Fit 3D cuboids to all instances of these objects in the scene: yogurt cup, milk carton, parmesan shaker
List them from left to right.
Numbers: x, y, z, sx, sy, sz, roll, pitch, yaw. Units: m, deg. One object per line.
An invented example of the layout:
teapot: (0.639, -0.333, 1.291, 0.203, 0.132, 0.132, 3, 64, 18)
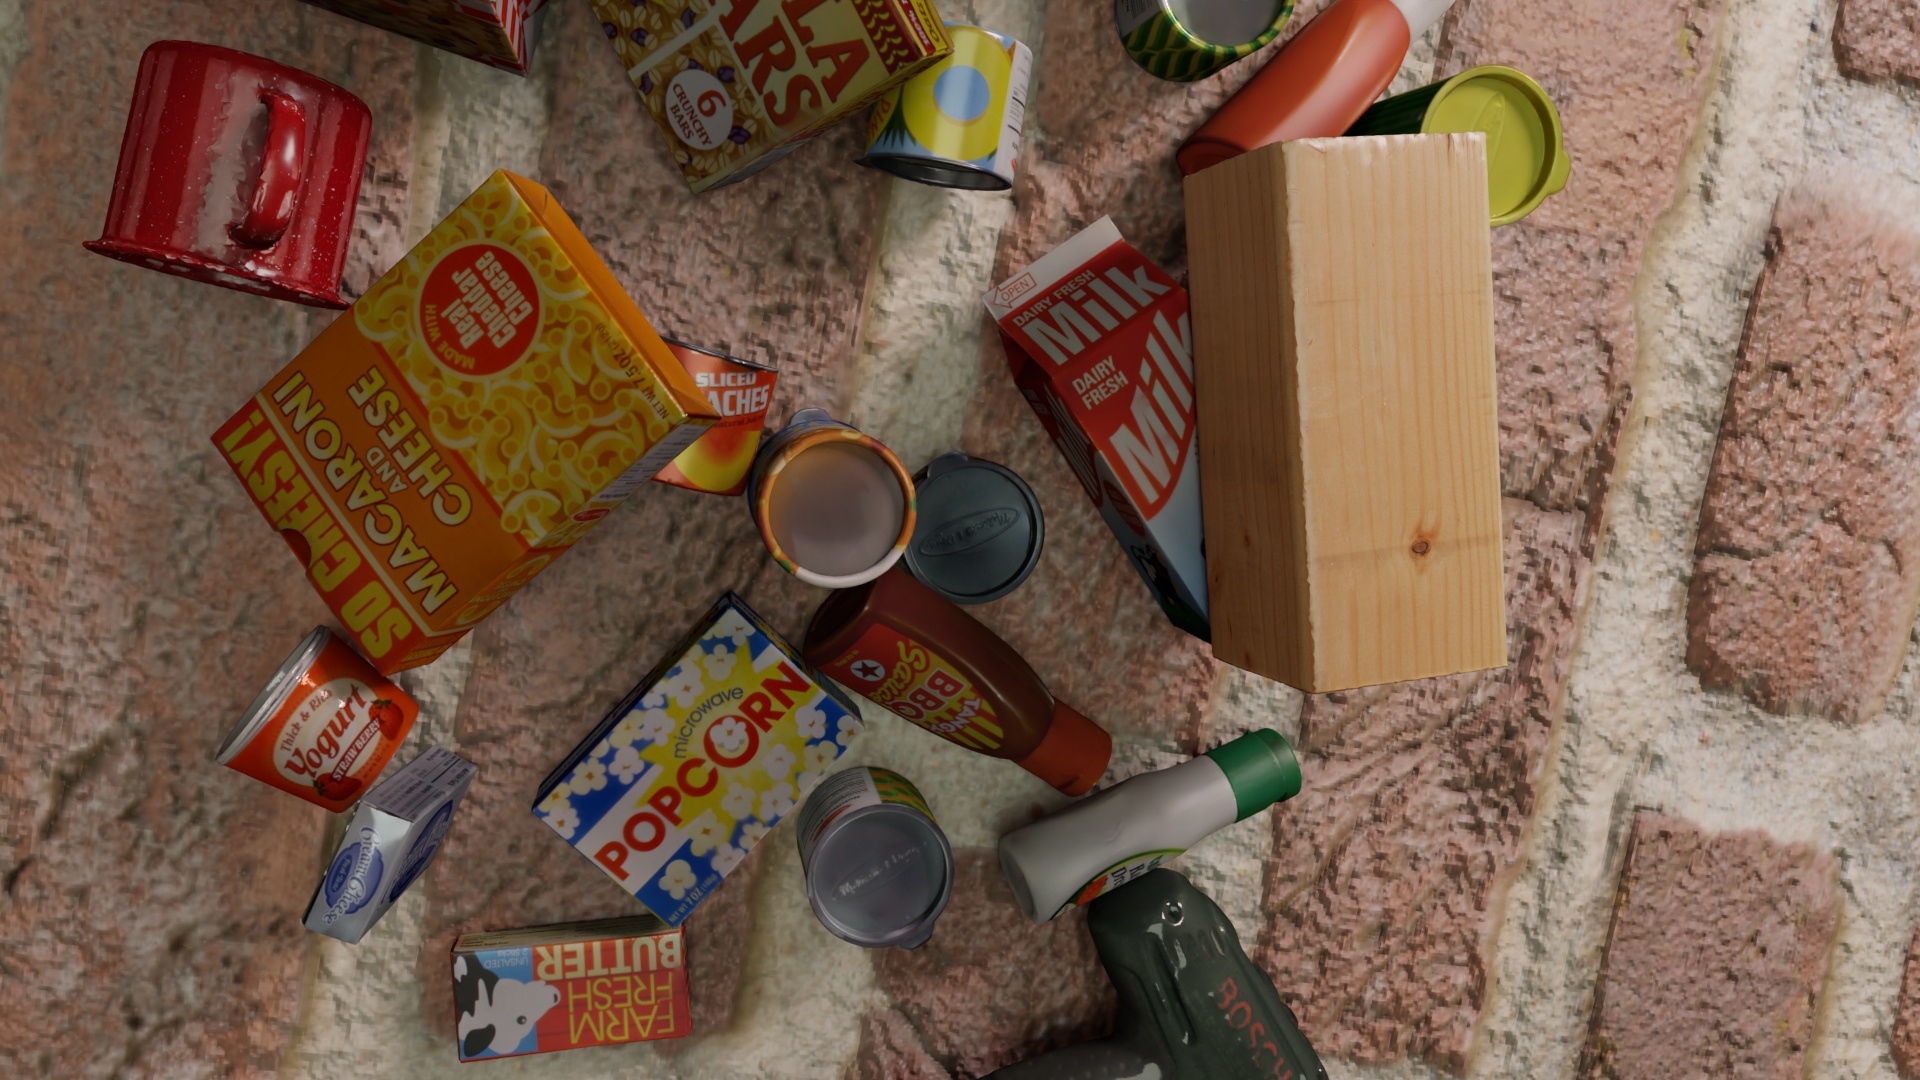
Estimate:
yogurt cup: (-0.266, 0.077, 0.580, 0.054, 0.072, 0.072, 40, 88, -22)
milk carton: (0.089, -0.049, 0.631, 0.072, 0.073, 0.190, -35, 102, -7)
parmesan shaker: (0.213, -0.169, 0.626, 0.071, 0.103, 0.071, -1, 98, -11)

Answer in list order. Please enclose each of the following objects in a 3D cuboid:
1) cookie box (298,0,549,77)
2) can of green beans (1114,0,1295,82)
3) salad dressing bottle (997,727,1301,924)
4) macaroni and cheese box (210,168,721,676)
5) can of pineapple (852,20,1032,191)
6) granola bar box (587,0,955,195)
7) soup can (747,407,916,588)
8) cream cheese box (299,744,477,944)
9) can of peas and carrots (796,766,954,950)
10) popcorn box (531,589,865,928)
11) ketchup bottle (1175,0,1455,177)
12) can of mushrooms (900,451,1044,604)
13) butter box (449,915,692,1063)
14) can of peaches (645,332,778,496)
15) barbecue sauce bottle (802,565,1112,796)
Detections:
cookie box: (-0.246, -0.228, 0.514, 0.167, 0.123, 0.040, 16, 93, -13)
can of green beans: (0.109, -0.243, 0.619, 0.071, 0.058, 0.071, -2, 98, -11)
salad dressing bottle: (0.092, 0.133, 0.665, 0.148, 0.064, 0.044, -21, 67, -16)
macaroni and cheese box: (-0.199, -0.045, 0.553, 0.166, 0.040, 0.124, -39, 85, 10)
can of pineapple: (-0.007, -0.186, 0.598, 0.071, 0.071, 0.057, 8, 95, -12)
granola bar box: (-0.095, -0.241, 0.554, 0.124, 0.039, 0.165, -21, 104, 30)
soup can: (-0.058, -0.020, 0.600, 0.071, 0.084, 0.071, -1, 97, -11)
cream cheese box: (-0.232, 0.122, 0.572, 0.024, 0.104, 0.053, 25, 91, -7)
can of peas and carrots: (-0.039, 0.145, 0.637, 0.071, 0.059, 0.071, -2, 98, -11)
popcorn box: (-0.117, 0.098, 0.625, 0.085, 0.038, 0.127, 45, 87, -13)
ketchup bottle: (0.167, -0.213, 0.635, 0.149, 0.065, 0.043, -46, 117, -11)
can of mushrooms: (0.002, -0.008, 0.639, 0.071, 0.033, 0.071, -2, 98, -11)
butter box: (-0.176, 0.203, 0.634, 0.104, 0.024, 0.053, -3, 97, -11)
can of peaches: (-0.116, -0.054, 0.590, 0.071, 0.071, 0.058, 15, 95, -13)
barbecue sauce bottle: (0.004, 0.068, 0.638, 0.148, 0.044, 0.064, 34, 134, -21)
